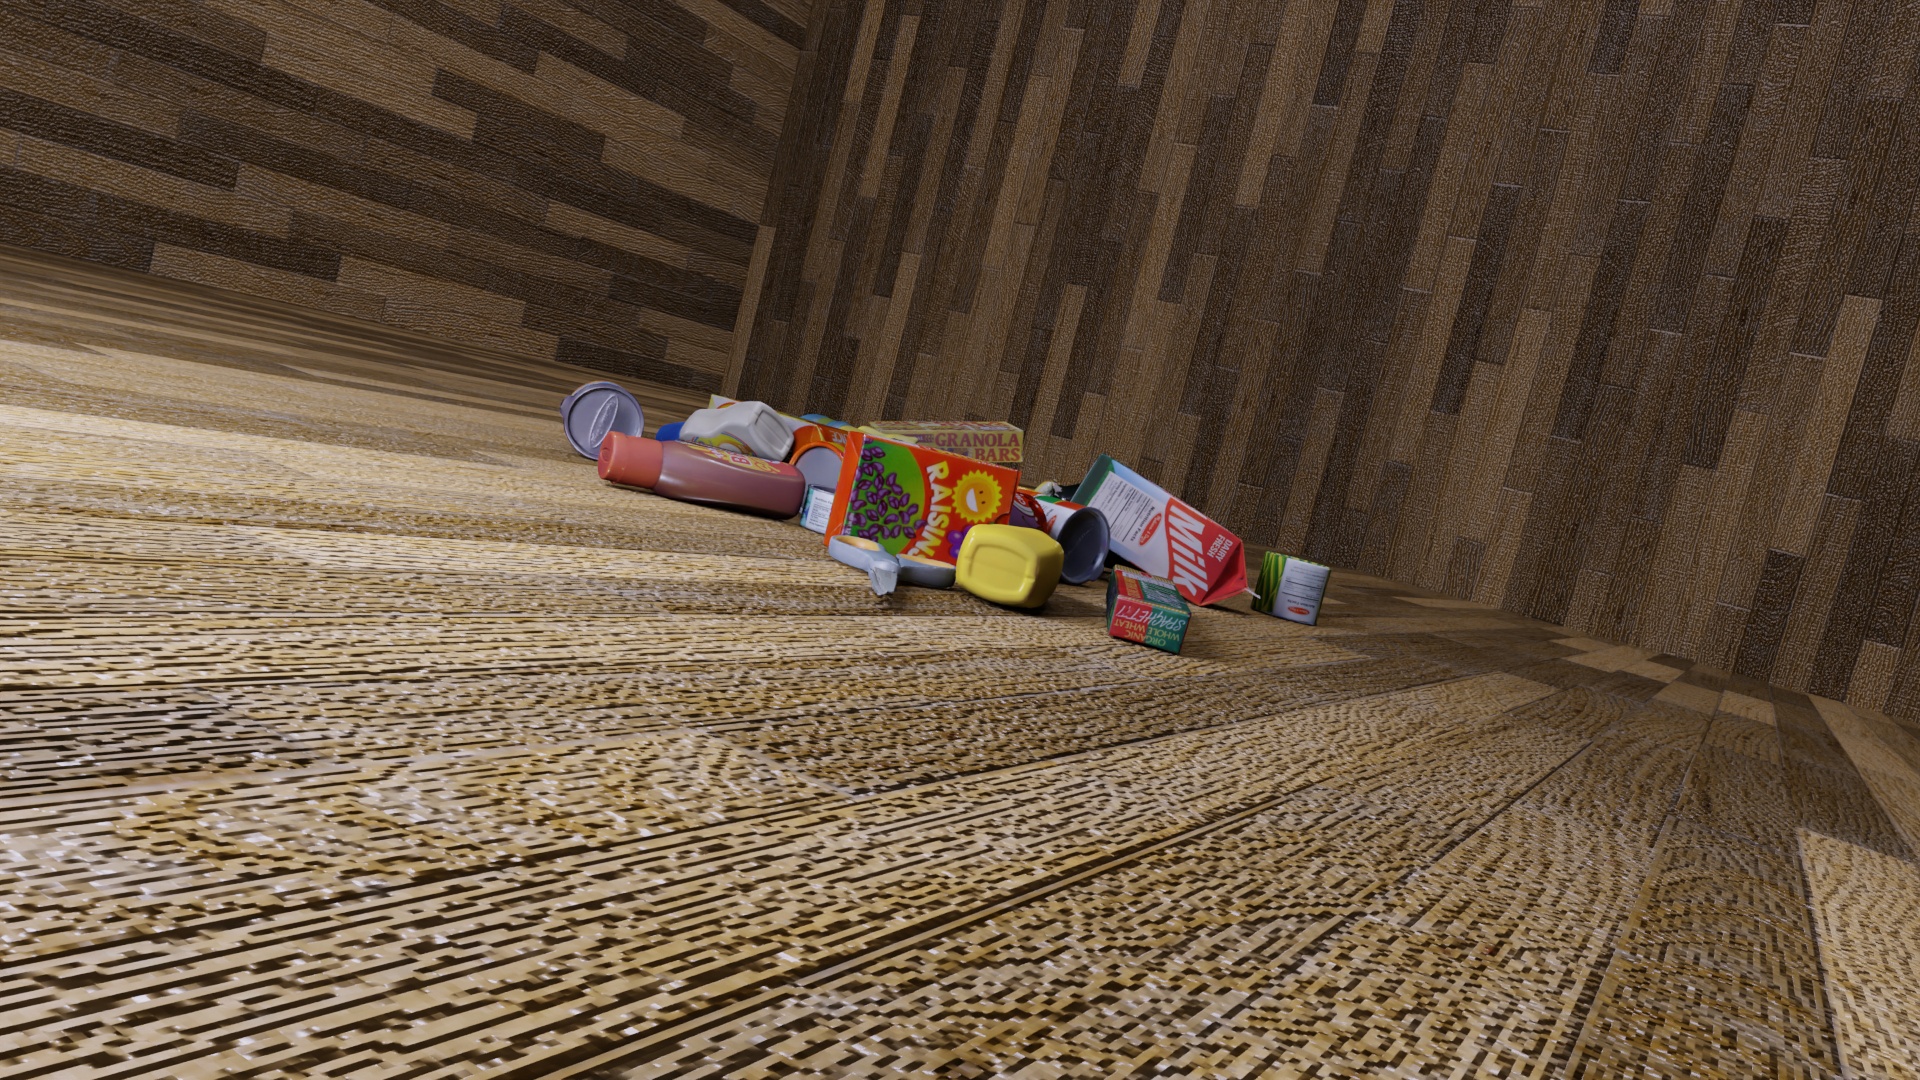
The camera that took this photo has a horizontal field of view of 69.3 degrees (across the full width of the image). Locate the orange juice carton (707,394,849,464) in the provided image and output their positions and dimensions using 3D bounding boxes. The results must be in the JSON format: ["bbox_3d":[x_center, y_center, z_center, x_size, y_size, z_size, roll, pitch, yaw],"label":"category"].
[{"bbox_3d":[-0.165,-0.085,1.358,0.193,0.073,0.072,18,5,36],"label":"orange juice carton"}]

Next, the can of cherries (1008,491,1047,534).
[{"bbox_3d":[0.027,-0.012,1.090,0.071,0.071,0.058,18,6,39],"label":"can of cherries"}]

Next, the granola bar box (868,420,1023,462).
[{"bbox_3d":[-0.019,-0.115,1.613,0.166,0.039,0.124,-1,10,-9],"label":"granola bar box"}]

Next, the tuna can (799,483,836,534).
[{"bbox_3d":[-0.090,-0.021,1.081,0.071,0.033,0.071,14,5,-1],"label":"tuna can"}]

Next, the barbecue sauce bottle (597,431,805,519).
[{"bbox_3d":[-0.195,-0.049,1.045,0.149,0.043,0.065,11,7,-31],"label":"barbecue sauce bottle"}]

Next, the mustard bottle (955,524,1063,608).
[{"bbox_3d":[0.041,0.016,0.952,0.065,0.048,0.160,18,5,12],"label":"mustard bottle"}]

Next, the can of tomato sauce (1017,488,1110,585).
[{"bbox_3d":[0.075,-0.003,1.175,0.071,0.071,0.083,10,6,-44],"label":"can of tomato sauce"}]

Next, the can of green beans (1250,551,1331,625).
[{"bbox_3d":[0.324,0.046,1.362,0.071,0.057,0.071,14,4,-1],"label":"can of green beans"}]

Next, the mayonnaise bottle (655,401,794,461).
[{"bbox_3d":[-0.230,-0.098,1.323,0.148,0.041,0.064,-2,-37,39],"label":"mayonnaise bottle"}]

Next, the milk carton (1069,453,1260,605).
[{"bbox_3d":[0.193,-0.001,1.280,0.191,0.073,0.072,33,6,6],"label":"milk carton"}]

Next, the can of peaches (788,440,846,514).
[{"bbox_3d":[-0.104,-0.051,1.166,0.071,0.071,0.058,17,6,30],"label":"can of peaches"}]

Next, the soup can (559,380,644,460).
[{"bbox_3d":[-0.315,-0.107,1.213,0.071,0.071,0.084,13,4,-18],"label":"soup can"}]

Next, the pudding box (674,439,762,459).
[{"bbox_3d":[-0.218,-0.068,1.267,0.084,0.030,0.050,15,4,10],"label":"pudding box"}]

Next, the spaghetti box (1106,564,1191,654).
[{"bbox_3d":[0.131,0.045,0.993,0.050,0.028,0.250,15,5,5],"label":"spaghetti box"}]

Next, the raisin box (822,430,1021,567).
[{"bbox_3d":[-0.027,-0.024,0.992,0.123,0.086,0.040,12,3,-24],"label":"raisin box"}]

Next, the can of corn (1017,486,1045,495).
[{"bbox_3d":[0.048,-0.026,1.383,0.071,0.058,0.071,14,5,-1],"label":"can of corn"}]
